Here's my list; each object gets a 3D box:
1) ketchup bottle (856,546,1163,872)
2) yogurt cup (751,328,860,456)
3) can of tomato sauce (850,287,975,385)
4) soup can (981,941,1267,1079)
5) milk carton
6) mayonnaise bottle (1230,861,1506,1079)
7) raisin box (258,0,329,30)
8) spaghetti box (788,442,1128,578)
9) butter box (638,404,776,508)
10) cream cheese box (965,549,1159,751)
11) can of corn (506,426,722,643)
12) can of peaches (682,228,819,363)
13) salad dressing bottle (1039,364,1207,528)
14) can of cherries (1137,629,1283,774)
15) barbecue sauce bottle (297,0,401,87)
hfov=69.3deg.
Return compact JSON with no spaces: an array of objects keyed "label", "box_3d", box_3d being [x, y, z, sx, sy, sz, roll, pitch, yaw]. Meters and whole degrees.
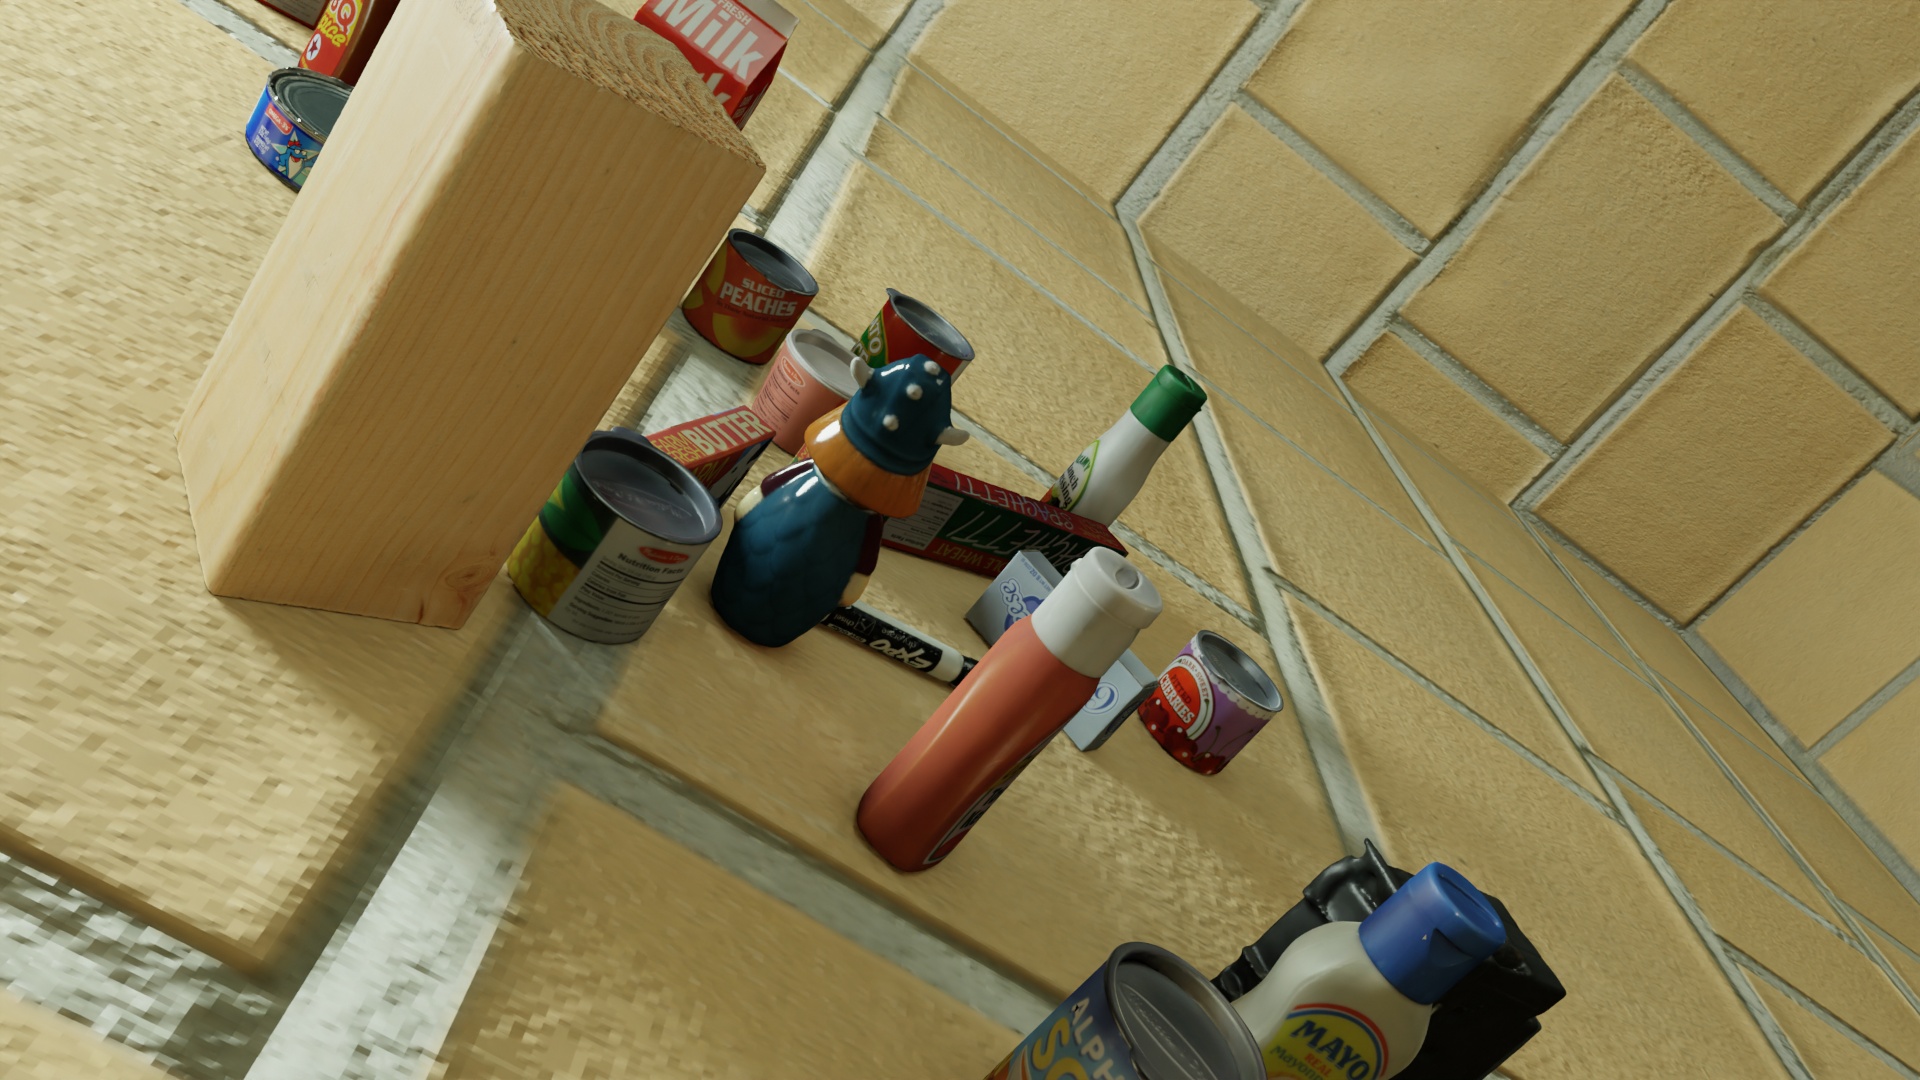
[{"label":"ketchup bottle","box_3d":[0.020,0.067,0.556,0.043,0.148,0.065,43,21,8]},{"label":"yogurt cup","box_3d":[-0.086,-0.082,0.812,0.072,0.053,0.073,33,22,-15]},{"label":"can of tomato sauce","box_3d":[-0.043,-0.107,0.890,0.071,0.082,0.071,33,22,-15]},{"label":"soup can","box_3d":[0.047,0.185,0.454,0.071,0.083,0.071,33,22,-15]},{"label":"milk carton","box_3d":[-0.172,-0.240,0.798,0.072,0.190,0.074,36,21,-10]},{"label":"mayonnaise bottle","box_3d":[0.137,0.181,0.519,0.065,0.147,0.041,39,21,-1]},{"label":"raisin box","box_3d":[-0.380,-0.383,0.838,0.040,0.123,0.086,23,26,-36]},{"label":"spaghetti box","box_3d":[0.003,-0.010,0.817,0.250,0.050,0.029,17,30,-43]},{"label":"butter box","box_3d":[-0.127,-0.030,0.641,0.024,0.053,0.104,41,21,5]},{"label":"cream cheese box","box_3d":[0.054,0.059,0.757,0.104,0.053,0.024,48,23,22]},{"label":"can of corn","box_3d":[-0.140,-0.003,0.560,0.071,0.058,0.071,33,22,-15]},{"label":"can of peaches","box_3d":[-0.132,-0.151,0.869,0.071,0.058,0.071,33,22,-15]},{"label":"salad dressing bottle","box_3d":[0.104,-0.051,0.927,0.044,0.147,0.064,33,22,-17]},{"label":"can of cherries","box_3d":[0.146,0.096,0.826,0.071,0.058,0.072,33,22,-15]},{"label":"barbecue sauce bottle","box_3d":[-0.311,-0.305,0.761,0.044,0.148,0.065,16,31,-46]}]
